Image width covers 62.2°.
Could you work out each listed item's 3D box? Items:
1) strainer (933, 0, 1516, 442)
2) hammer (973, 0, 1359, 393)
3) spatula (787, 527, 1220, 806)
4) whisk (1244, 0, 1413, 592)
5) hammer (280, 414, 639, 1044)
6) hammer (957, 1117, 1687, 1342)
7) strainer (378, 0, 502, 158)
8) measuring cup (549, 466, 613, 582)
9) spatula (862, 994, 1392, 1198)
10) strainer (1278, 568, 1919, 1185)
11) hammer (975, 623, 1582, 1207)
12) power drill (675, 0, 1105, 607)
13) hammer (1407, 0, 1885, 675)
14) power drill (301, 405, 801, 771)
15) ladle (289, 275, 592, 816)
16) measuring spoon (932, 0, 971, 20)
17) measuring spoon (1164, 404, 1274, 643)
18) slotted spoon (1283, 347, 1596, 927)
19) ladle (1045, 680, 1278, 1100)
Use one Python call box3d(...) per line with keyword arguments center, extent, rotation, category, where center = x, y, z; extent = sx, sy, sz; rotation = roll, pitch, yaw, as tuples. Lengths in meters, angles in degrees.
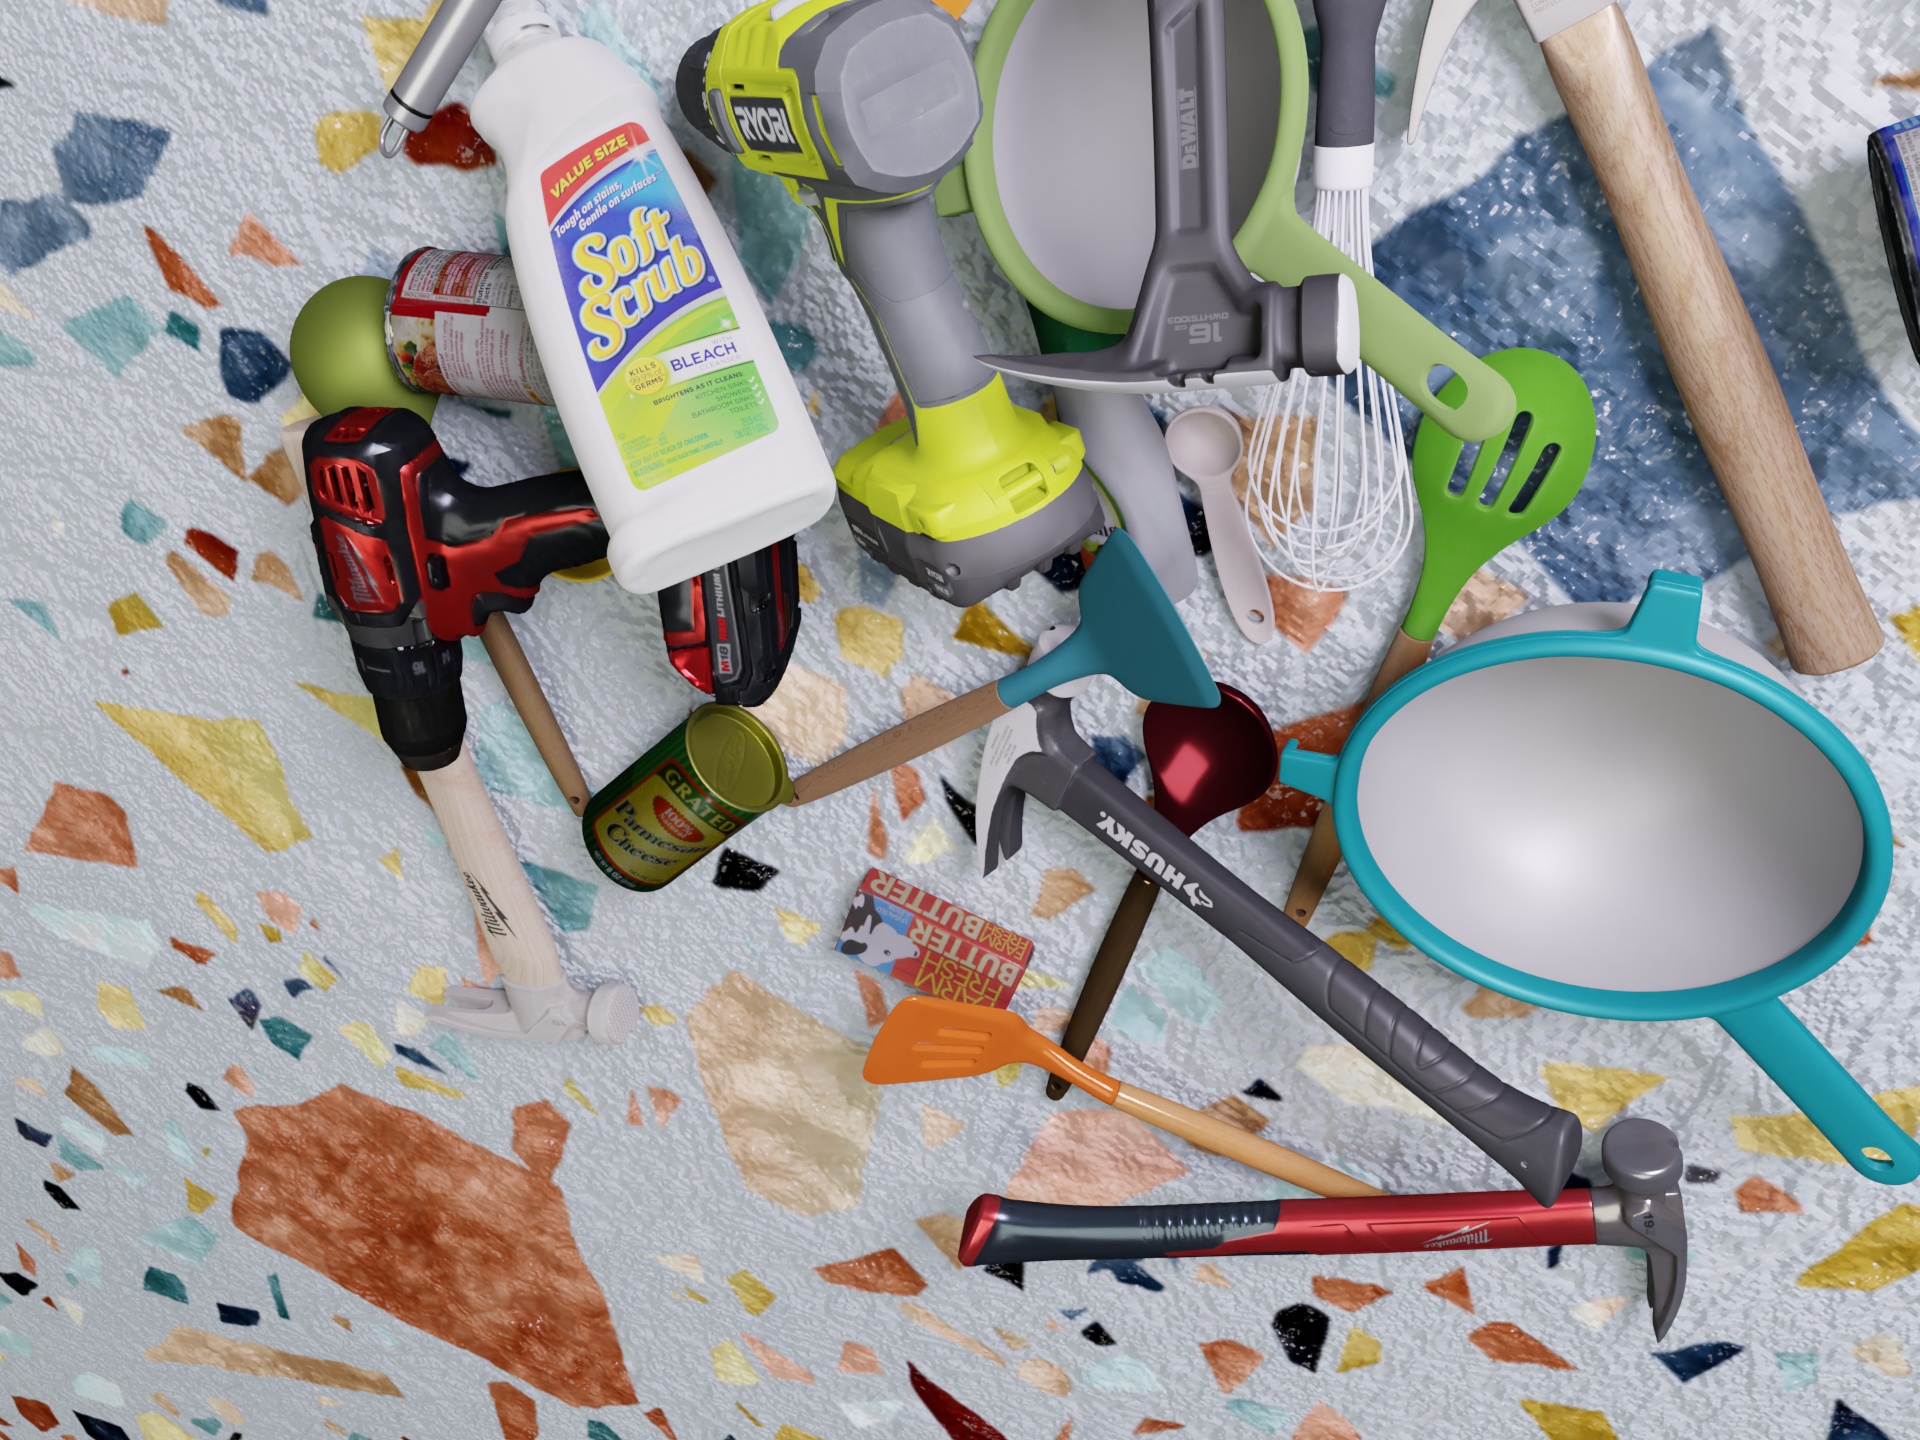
box3d(center=(0.110, -0.187, 0.579), extent=(0.256, 0.069, 0.151), rotation=(47, 127, 22), category="strainer")
box3d(center=(0.064, -0.278, 0.519), extent=(0.127, 0.034, 0.337), rotation=(1, 96, 22), category="hammer")
box3d(center=(-0.001, -0.002, 0.755), extent=(0.317, 0.044, 0.082), rotation=(-26, 96, 46), category="spatula")
box3d(center=(0.149, -0.183, 0.619), extent=(0.070, 0.070, 0.284), rotation=(5, 118, 17), category="whisk")
box3d(center=(-0.310, 0.022, 0.928), extent=(0.146, 0.038, 0.410), rotation=(0, 120, 22), category="hammer")
box3d(center=(0.190, 0.289, 0.876), extent=(0.386, 0.038, 0.143), rotation=(-7, 123, 16), category="hammer")
box3d(center=(-0.166, -0.327, 0.628), extent=(0.258, 0.050, 0.087), rotation=(-46, 73, 25), category="strainer")
box3d(center=(-0.160, -0.133, 0.786), extent=(0.062, 0.029, 0.156), rotation=(38, 114, -16), category="measuring cup")
box3d(center=(0.106, 0.223, 0.880), extent=(0.322, 0.041, 0.081), rotation=(23, 129, -2), category="spatula")
box3d(center=(0.316, 0.066, 0.689), extent=(0.340, 0.095, 0.211), rotation=(44, 136, -16), category="strainer")
box3d(center=(0.142, 0.105, 0.748), extent=(0.335, 0.035, 0.146), rotation=(39, 133, 18), category="hammer")
box3d(center=(-0.036, -0.174, 0.642), extent=(0.191, 0.080, 0.228), rotation=(35, 152, 55), category="power drill")
box3d(center=(0.274, -0.156, 0.600), extent=(0.130, 0.031, 0.331), rotation=(-21, 112, 29), category="hammer")
box3d(center=(-0.196, -0.056, 0.773), extent=(0.226, 0.080, 0.187), rotation=(3, 121, 5), category="power drill")
box3d(center=(-0.259, -0.080, 0.847), extent=(0.078, 0.062, 0.319), rotation=(-13, 124, 7), category="ladle")
box3d(center=(-0.002, -0.293, 0.632), extent=(0.021, 0.011, 0.117), rotation=(44, 129, -12), category="measuring spoon")
box3d(center=(0.122, -0.088, 0.714), extent=(0.034, 0.018, 0.124), rotation=(-5, 126, 27), category="measuring spoon")
box3d(center=(0.200, -0.018, 0.719), extent=(0.070, 0.031, 0.313), rotation=(18, 127, 6), category="slotted spoon")
box3d(center=(0.092, 0.099, 0.833), extent=(0.069, 0.031, 0.315), rotation=(29, 129, 15), category="ladle")
